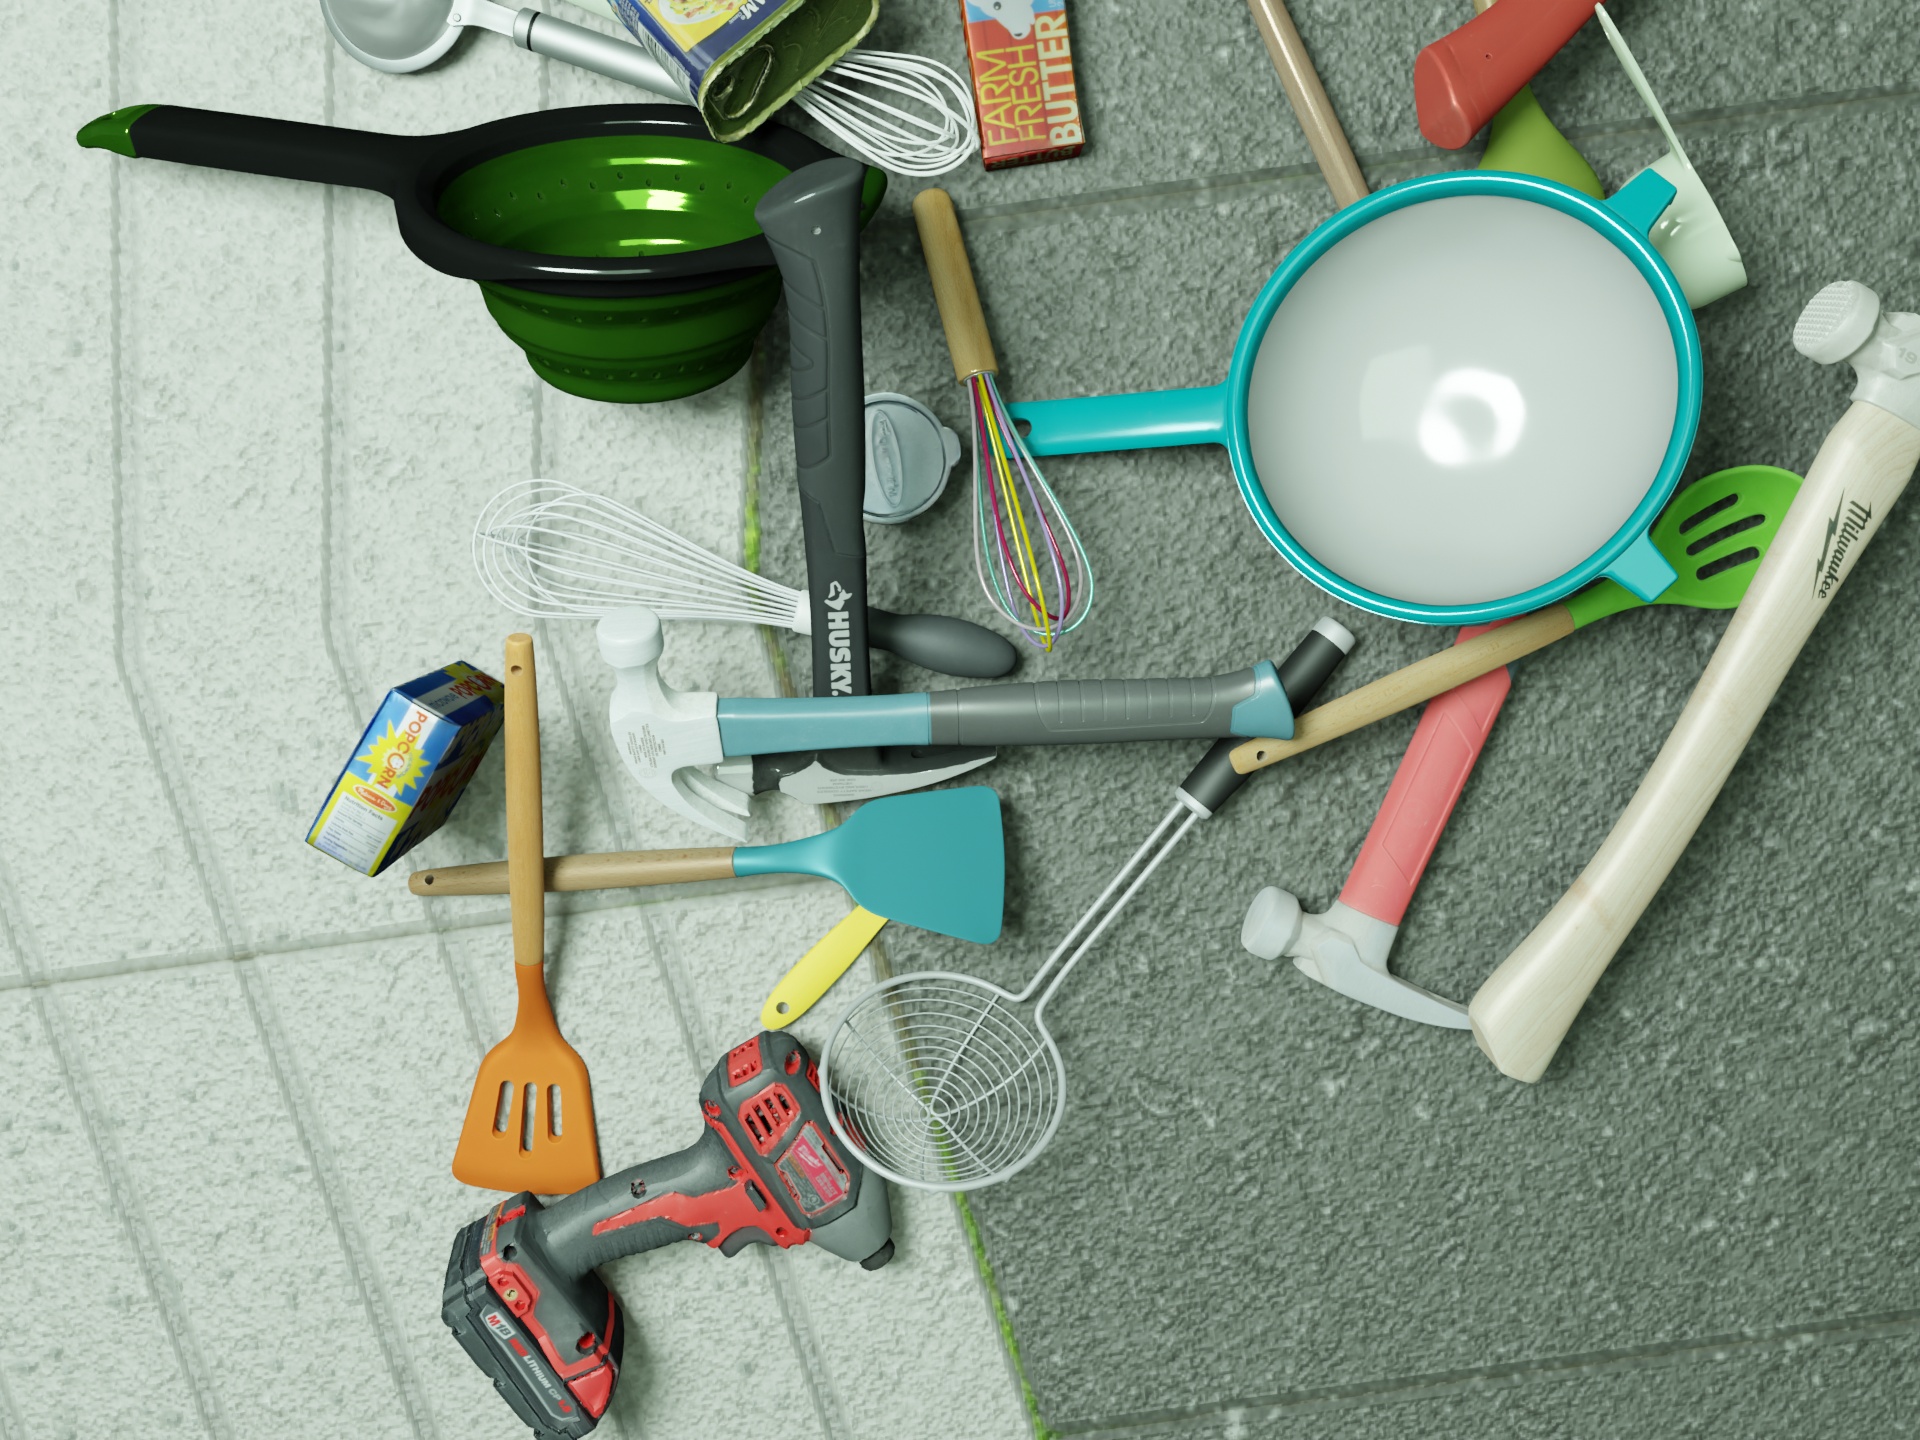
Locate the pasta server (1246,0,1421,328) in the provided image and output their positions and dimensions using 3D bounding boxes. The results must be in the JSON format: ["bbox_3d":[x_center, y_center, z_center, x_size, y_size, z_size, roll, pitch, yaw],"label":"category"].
[{"bbox_3d":[0.160,-0.344,0.805,0.060,0.040,0.316,-28,100,2],"label":"pasta server"}]

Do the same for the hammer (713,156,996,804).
[{"bbox_3d":[-0.053,-0.092,0.736,0.146,0.035,0.334,-2,130,-3],"label":"hammer"}]

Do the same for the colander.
[{"bbox_3d":[-0.235,-0.230,0.771,0.397,0.205,0.094,10,130,9],"label":"colander"}]

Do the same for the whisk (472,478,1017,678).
[{"bbox_3d":[-0.108,-0.061,0.819,0.284,0.070,0.070,13,96,-7],"label":"whisk"}]

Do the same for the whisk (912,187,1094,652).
[{"bbox_3d":[0.016,-0.152,0.794,0.051,0.047,0.245,-18,82,26],"label":"whisk"}]

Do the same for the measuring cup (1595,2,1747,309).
[{"bbox_3d":[0.329,-0.268,0.769,0.038,0.083,0.167,-30,124,25],"label":"measuring cup"}]

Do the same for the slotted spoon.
[{"bbox_3d":[0.280,-0.043,0.799,0.314,0.031,0.070,-24,101,2],"label":"slotted spoon"}]

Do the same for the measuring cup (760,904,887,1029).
[{"bbox_3d":[-0.051,0.110,0.847,0.062,0.029,0.156,44,91,-5],"label":"measuring cup"}]

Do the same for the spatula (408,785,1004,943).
[{"bbox_3d":[-0.137,0.079,0.829,0.317,0.044,0.082,-4,74,12],"label":"spatula"}]

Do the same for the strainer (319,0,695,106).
[{"bbox_3d":[-0.219,-0.343,0.779,0.258,0.050,0.087,19,106,1],"label":"strainer"}]

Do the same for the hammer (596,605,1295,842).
[{"bbox_3d":[-0.001,-0.002,0.771,0.331,0.033,0.128,-2,129,-2],"label":"hammer"}]

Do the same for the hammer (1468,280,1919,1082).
[{"bbox_3d":[0.382,0.004,0.786,0.146,0.038,0.410,24,102,-10],"label":"hammer"}]

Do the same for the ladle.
[{"bbox_3d":[0.261,-0.370,0.800,0.078,0.062,0.320,-12,89,3],"label":"ladle"}]

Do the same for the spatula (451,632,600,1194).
[{"bbox_3d":[-0.223,0.107,0.813,0.081,0.041,0.322,5,117,-2],"label":"spatula"}]

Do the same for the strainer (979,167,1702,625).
[{"bbox_3d":[0.183,-0.148,0.797,0.340,0.095,0.211,0,89,22],"label":"strainer"}]

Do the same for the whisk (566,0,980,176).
[{"bbox_3d":[-0.104,-0.333,0.792,0.246,0.059,0.058,23,89,2],"label":"whisk"}]

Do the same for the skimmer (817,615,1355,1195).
[{"bbox_3d":[0.075,0.084,0.817,0.127,0.090,0.363,41,93,26],"label":"skimmer"}]

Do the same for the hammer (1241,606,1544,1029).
[{"bbox_3d":[0.290,-0.028,0.834,0.143,0.038,0.386,23,96,-4],"label":"hammer"}]

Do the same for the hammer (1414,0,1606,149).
[{"bbox_3d":[0.352,-0.403,0.765,0.149,0.037,0.359,43,83,-4],"label":"hammer"}]

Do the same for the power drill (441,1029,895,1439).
[{"bbox_3d":[-0.146,0.275,0.841,0.219,0.079,0.143,-32,106,-1],"label":"power drill"}]
